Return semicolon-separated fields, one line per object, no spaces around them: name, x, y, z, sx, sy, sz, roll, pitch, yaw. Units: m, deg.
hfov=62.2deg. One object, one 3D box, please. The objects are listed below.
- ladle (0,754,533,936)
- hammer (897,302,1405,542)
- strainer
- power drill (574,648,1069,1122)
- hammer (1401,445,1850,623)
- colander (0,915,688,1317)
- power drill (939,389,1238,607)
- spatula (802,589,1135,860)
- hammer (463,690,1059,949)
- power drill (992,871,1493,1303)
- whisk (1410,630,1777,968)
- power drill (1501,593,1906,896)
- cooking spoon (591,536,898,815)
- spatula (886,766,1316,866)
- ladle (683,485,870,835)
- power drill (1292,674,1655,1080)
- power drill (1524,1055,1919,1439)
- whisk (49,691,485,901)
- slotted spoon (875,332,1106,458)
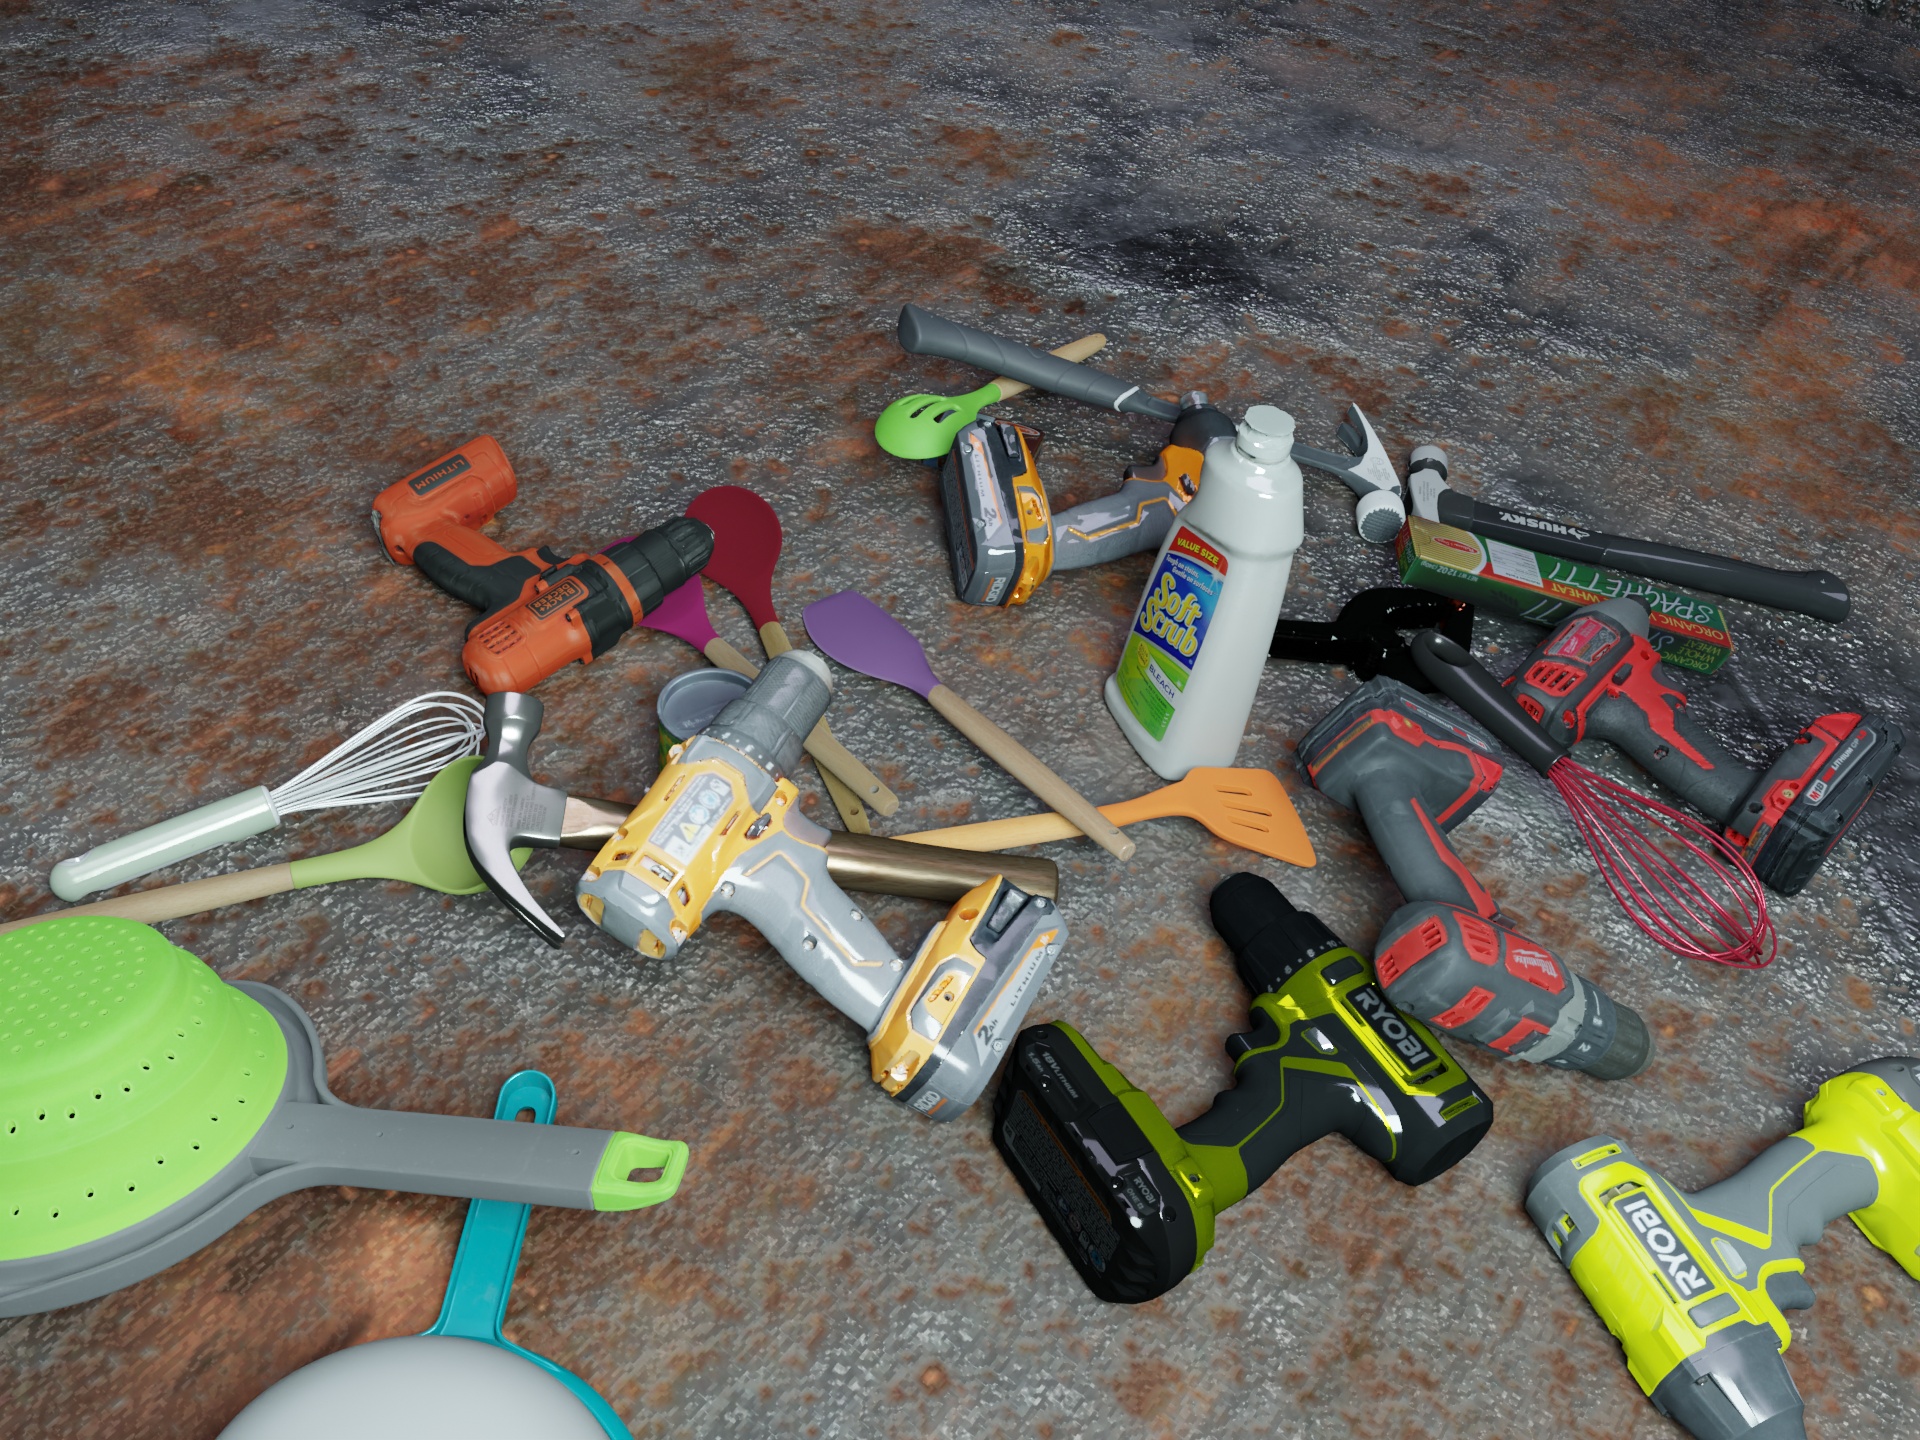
ladle;-0.387;0.085;0.848;0.320;0.062;0.078;-12;67;-17
hammer;0.148;-0.247;1.231;0.409;0.036;0.149;16;41;-8
strainer;-0.217;0.277;0.653;0.211;0.095;0.341;6;46;-3
power drill;-0.058;0.079;0.831;0.226;0.084;0.185;32;61;1
hammer;0.504;-0.124;1.213;0.335;0.035;0.146;14;44;5
colander;-0.319;0.159;0.704;0.397;0.094;0.205;3;31;7
power drill;0.105;-0.161;1.127;0.226;0.084;0.164;-3;68;-14
spatula;-0.002;-0.003;1.000;0.060;0.018;0.316;-25;46;-29
hammer;-0.104;0.074;0.878;0.331;0.031;0.130;10;68;-15
power drill;0.134;0.179;0.822;0.228;0.080;0.191;-18;52;-28
whisk;0.387;0.042;0.995;0.073;0.073;0.296;-21;55;-27
power drill;0.480;0.002;1.043;0.220;0.078;0.143;36;62;29
cooking spoon;-0.143;-0.033;1.014;0.069;0.017;0.319;-37;54;-19
spatula;0.058;0.070;0.957;0.322;0.041;0.081;-8;47;-11
ladle;-0.116;-0.043;1.039;0.069;0.031;0.316;-20;52;-10
power drill;0.293;0.097;0.905;0.187;0.080;0.227;25;35;-27
power drill;0.418;0.265;0.782;0.223;0.080;0.171;-14;48;-17
whisk;-0.382;0.046;0.898;0.246;0.059;0.058;-23;16;-24
slotted spoon;0.037;-0.266;1.253;0.070;0.031;0.314;27;36;21
